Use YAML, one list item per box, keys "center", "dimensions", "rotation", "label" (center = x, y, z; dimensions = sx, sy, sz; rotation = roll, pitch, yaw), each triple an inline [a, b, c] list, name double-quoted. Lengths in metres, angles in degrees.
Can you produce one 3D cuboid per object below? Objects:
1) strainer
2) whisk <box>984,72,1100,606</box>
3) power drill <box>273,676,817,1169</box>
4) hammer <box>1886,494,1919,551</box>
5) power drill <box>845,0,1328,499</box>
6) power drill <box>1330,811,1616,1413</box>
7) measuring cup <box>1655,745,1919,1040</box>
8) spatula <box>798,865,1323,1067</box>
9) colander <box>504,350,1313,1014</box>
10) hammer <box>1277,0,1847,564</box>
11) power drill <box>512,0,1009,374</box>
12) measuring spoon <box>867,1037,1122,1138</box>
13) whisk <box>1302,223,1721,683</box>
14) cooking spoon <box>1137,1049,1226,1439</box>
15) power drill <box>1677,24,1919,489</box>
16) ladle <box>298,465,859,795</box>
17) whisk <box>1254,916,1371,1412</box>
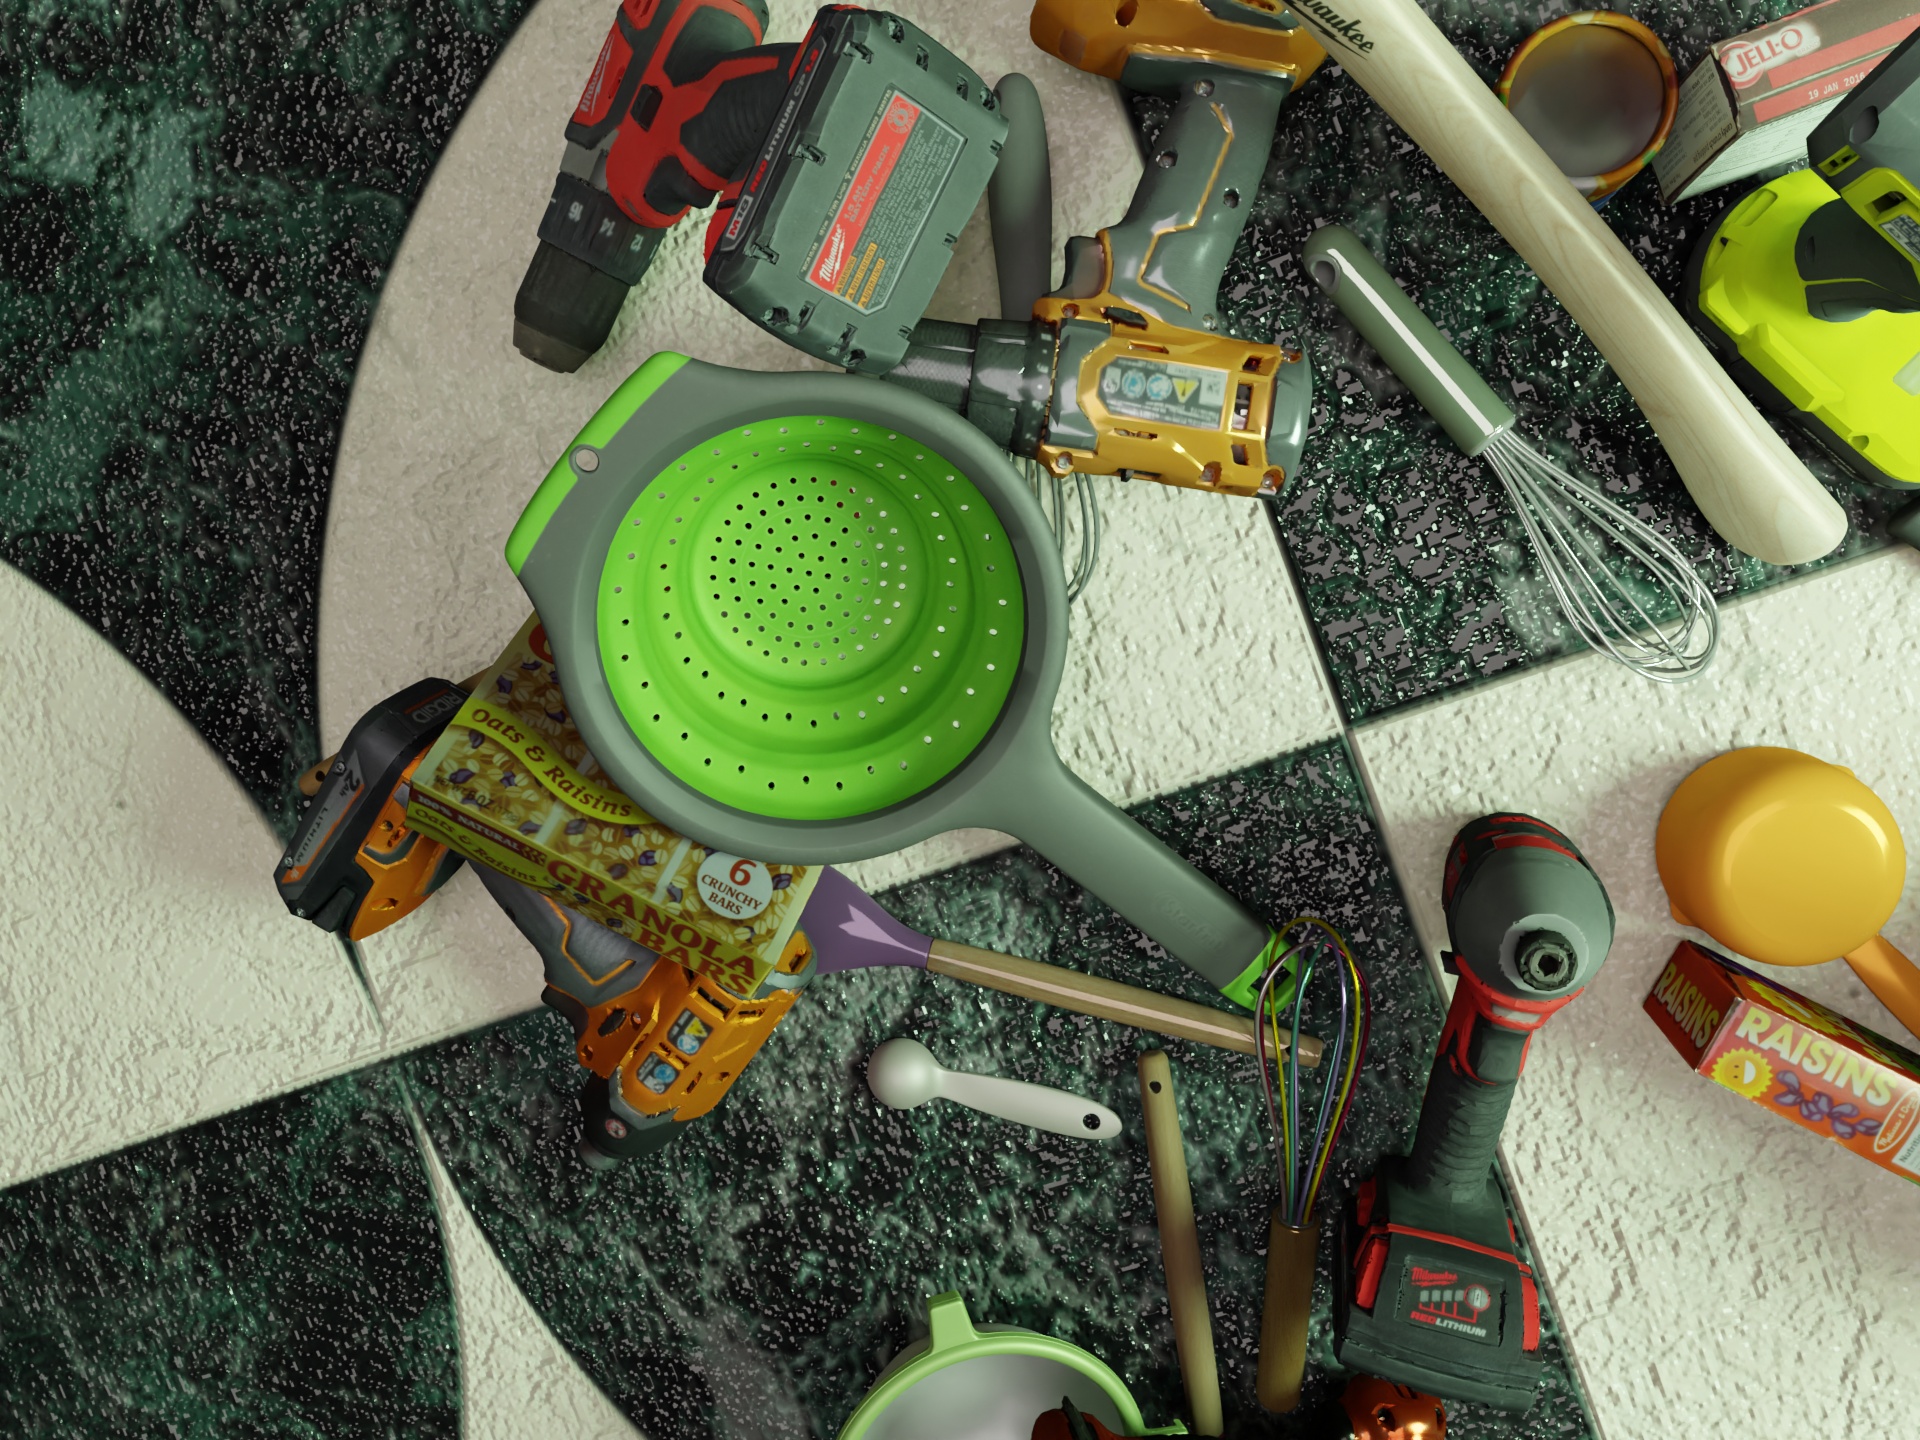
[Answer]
- center: [-0.024, 0.379, 0.739]
  dimensions: [0.151, 0.069, 0.256]
  rotation: [35, 94, -17]
  label: "strainer"
- center: [0.030, -0.162, 0.694]
  dimensions: [0.055, 0.055, 0.239]
  rotation: [-3, 92, 10]
  label: "whisk"
- center: [-0.198, 0.104, 0.742]
  dimensions: [0.226, 0.084, 0.164]
  rotation: [36, 113, 0]
  label: "power drill"
- center: [0.543, 0.041, 0.633]
  dimensions: [0.409, 0.036, 0.149]
  rotation: [40, 102, 4]
  label: "hammer"
- center: [0.057, -0.210, 0.642]
  dimensions: [0.185, 0.084, 0.226]
  rotation: [8, 90, -2]
  label: "power drill"
- center: [0.212, 0.154, 0.649]
  dimensions: [0.078, 0.143, 0.219]
  rotation: [12, 101, 11]
  label: "power drill"
- center: [0.370, 0.088, 0.658]
  dimensions: [0.095, 0.052, 0.173]
  rotation: [-45, 89, 11]
  label: "measuring cup"
- center: [0.011, 0.113, 0.741]
  dimensions: [0.316, 0.018, 0.060]
  rotation: [14, 98, 9]
  label: "spatula"
- center: [-0.001, -0.002, 0.691]
  dimensions: [0.396, 0.095, 0.204]
  rotation: [38, 102, -18]
  label: "colander"
- center: [0.202, -0.195, 0.567]
  dimensions: [0.410, 0.146, 0.038]
  rotation: [39, 81, -20]
  label: "hammer"
- center: [-0.102, -0.210, 0.647]
  dimensions: [0.227, 0.080, 0.188]
  rotation: [36, 102, 45]
  label: "power drill"
- center: [0.015, 0.178, 0.747]
  dimensions: [0.124, 0.018, 0.034]
  rotation: [12, 98, 8]
  label: "measuring spoon"
- center: [0.229, -0.114, 0.668]
  dimensions: [0.059, 0.057, 0.246]
  rotation: [-38, 85, -23]
  label: "whisk"
- center: [0.112, 0.309, 0.745]
  dimensions: [0.069, 0.017, 0.319]
  rotation: [-8, 95, 10]
  label: "cooking spoon"
- center: [0.347, -0.142, 0.549]
  dimensions: [0.171, 0.223, 0.080]
  rotation: [44, 102, 3]
  label: "power drill"
- center: [-0.190, -0.036, 0.756]
  dimensions: [0.315, 0.031, 0.069]
  rotation: [-26, 92, 13]
  label: "ladle"
- center: [0.149, 0.199, 0.706]
  dimensions: [0.047, 0.051, 0.245]
  rotation: [11, 110, 27]
  label: "whisk"
